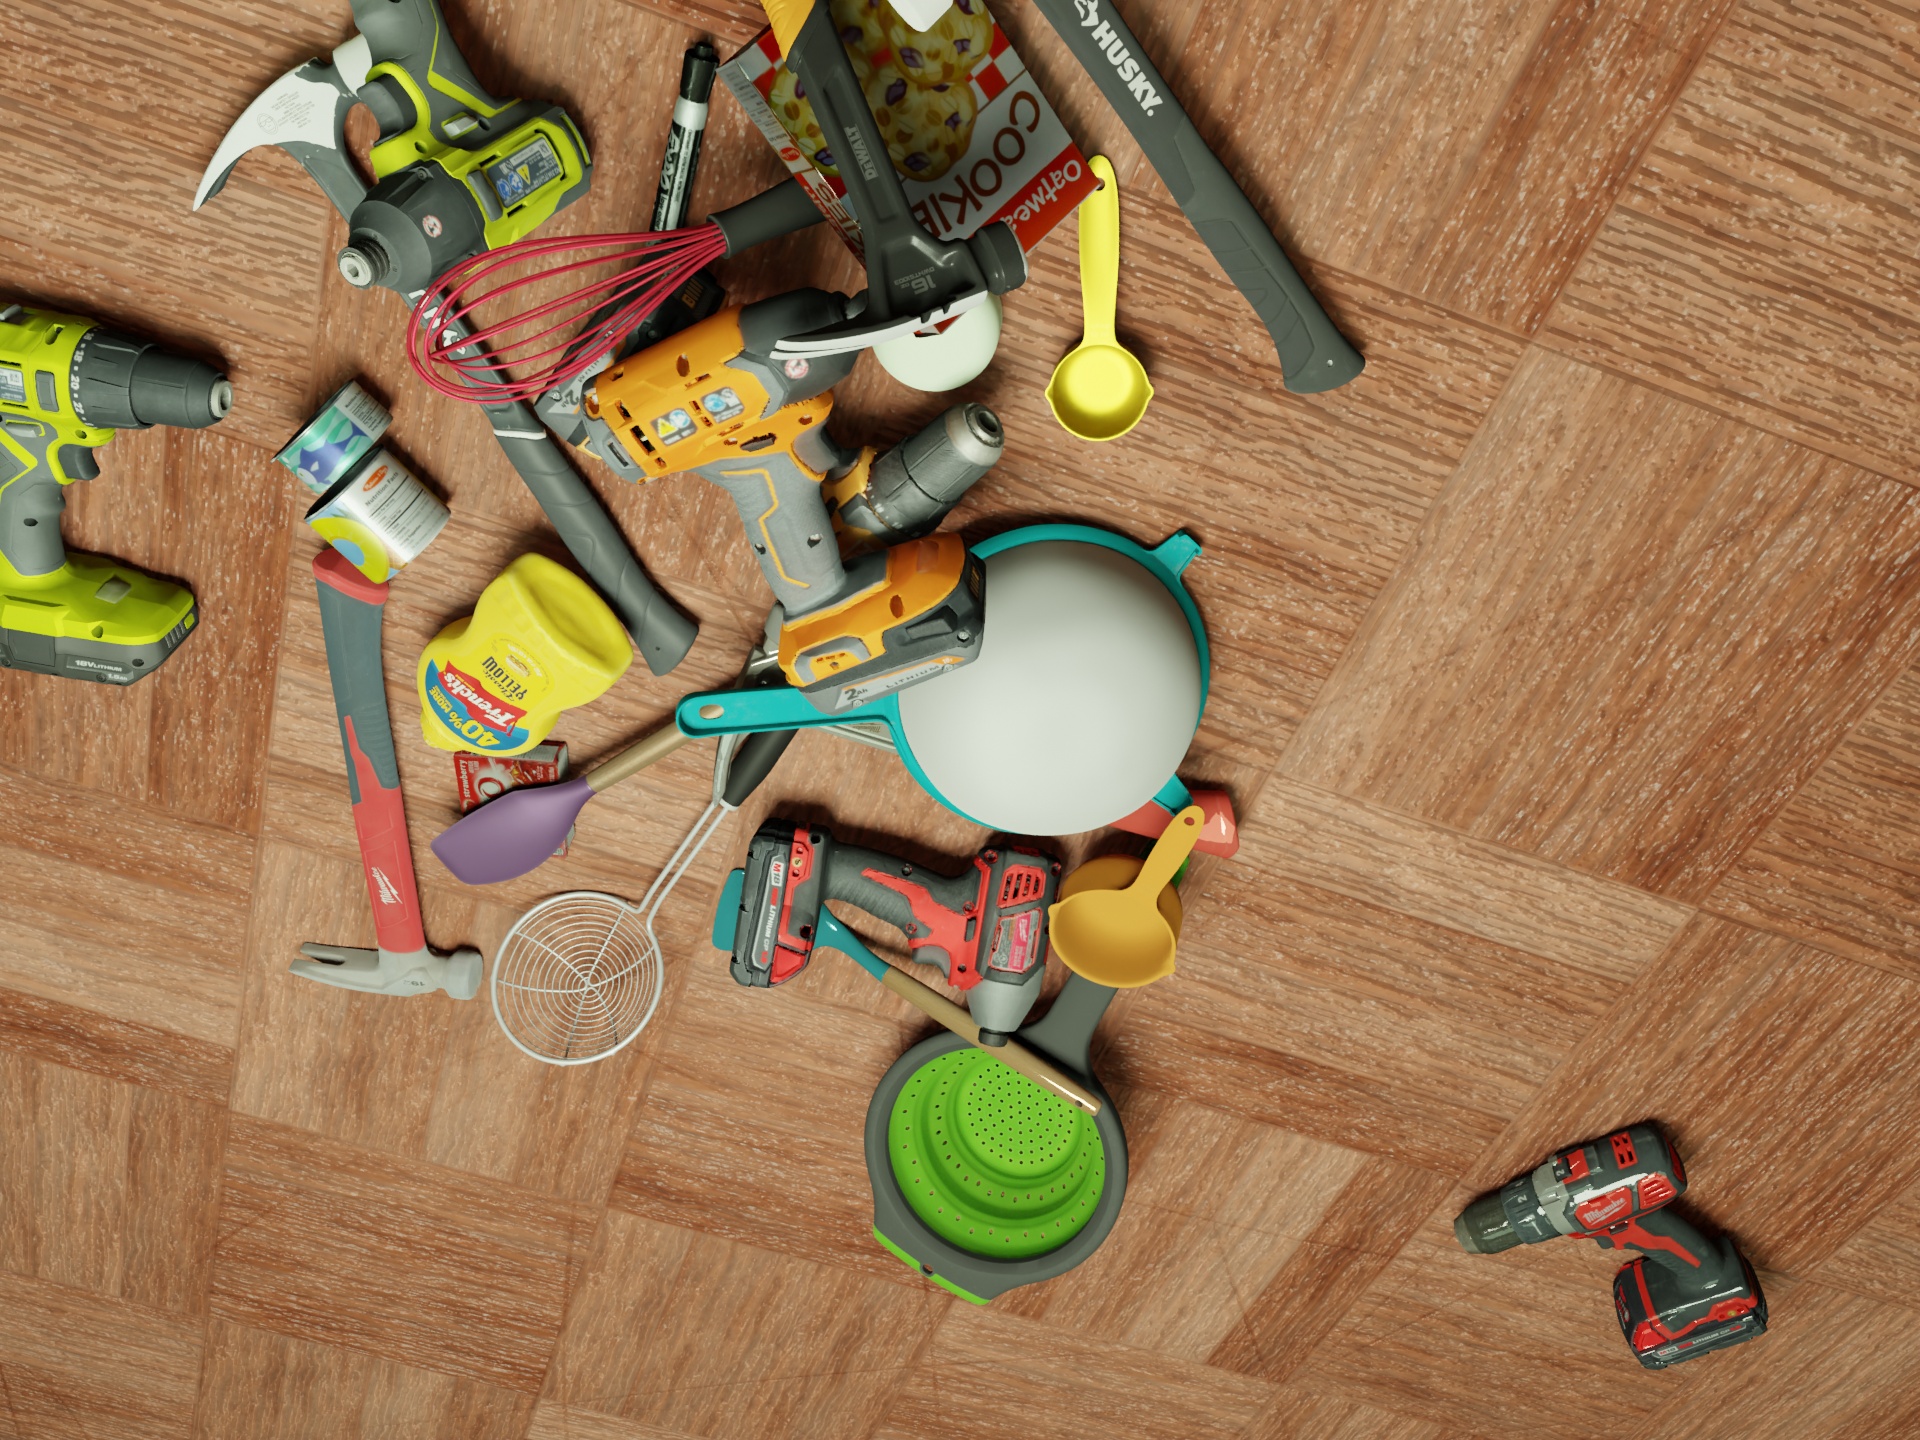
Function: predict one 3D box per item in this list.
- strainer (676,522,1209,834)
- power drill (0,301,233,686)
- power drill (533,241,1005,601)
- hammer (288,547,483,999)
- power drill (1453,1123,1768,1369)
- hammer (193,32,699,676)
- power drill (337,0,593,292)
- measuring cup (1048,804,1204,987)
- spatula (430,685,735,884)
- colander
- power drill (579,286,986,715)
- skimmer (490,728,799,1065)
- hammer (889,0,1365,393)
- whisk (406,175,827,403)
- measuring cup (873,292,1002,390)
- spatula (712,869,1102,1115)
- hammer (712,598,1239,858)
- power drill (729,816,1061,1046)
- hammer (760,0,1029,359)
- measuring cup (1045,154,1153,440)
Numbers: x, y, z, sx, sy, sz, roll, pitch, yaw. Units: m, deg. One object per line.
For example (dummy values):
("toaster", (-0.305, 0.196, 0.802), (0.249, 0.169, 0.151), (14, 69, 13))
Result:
("strainer", (-0.002, -0.003, 0.969), (0.340, 0.095, 0.211), (-5, 113, -8))
("power drill", (-0.540, -0.140, 0.977), (0.190, 0.080, 0.228), (10, 123, -3))
("power drill", (-0.102, -0.168, 0.906), (0.226, 0.084, 0.185), (36, 134, -23))
("hammer", (-0.430, 0.049, 1.128), (0.143, 0.038, 0.386), (7, 126, 1))
("power drill", (0.539, 0.440, 1.319), (0.188, 0.080, 0.226), (-32, 115, 24))
("hammer", (-0.279, -0.187, 0.948), (0.149, 0.036, 0.408), (-19, 122, 19))
("power drill", (-0.285, -0.326, 0.765), (0.080, 0.171, 0.223), (-9, 122, 32))
("measuring cup", (0.124, 0.104, 1.068), (0.095, 0.052, 0.173), (27, 126, 0))
("spatula", (-0.229, 0.033, 1.084), (0.316, 0.018, 0.059), (-30, 115, 16))
("colander", (0.072, 0.252, 1.213), (0.204, 0.094, 0.397), (30, 106, 10))
("power drill", (-0.071, -0.120, 0.845), (0.164, 0.084, 0.226), (-21, 127, 20))
("skimmer", (-0.211, 0.101, 1.117), (0.127, 0.090, 0.363), (47, 120, 14))
("hammer", (0.117, -0.297, 0.822), (0.146, 0.035, 0.334), (-43, 121, 5))
("whisk", (-0.140, -0.239, 0.806), (0.296, 0.073, 0.073), (-30, 126, -19))
("measuring cup", (-0.041, -0.253, 0.879), (0.083, 0.038, 0.167), (-29, 121, 23))
("spatula", (-0.039, 0.207, 1.170), (0.317, 0.044, 0.082), (29, 124, 15))
("hammer", (0.019, 0.037, 1.065), (0.359, 0.037, 0.149), (17, 115, -14))
("power drill", (-0.045, 0.147, 1.118), (0.219, 0.078, 0.143), (9, 92, -3))
("hammer", (-0.088, -0.337, 0.731), (0.127, 0.034, 0.337), (-23, 95, -11))
("measuring cup", (0.078, -0.237, 0.897), (0.062, 0.029, 0.156), (0, 114, 4))
